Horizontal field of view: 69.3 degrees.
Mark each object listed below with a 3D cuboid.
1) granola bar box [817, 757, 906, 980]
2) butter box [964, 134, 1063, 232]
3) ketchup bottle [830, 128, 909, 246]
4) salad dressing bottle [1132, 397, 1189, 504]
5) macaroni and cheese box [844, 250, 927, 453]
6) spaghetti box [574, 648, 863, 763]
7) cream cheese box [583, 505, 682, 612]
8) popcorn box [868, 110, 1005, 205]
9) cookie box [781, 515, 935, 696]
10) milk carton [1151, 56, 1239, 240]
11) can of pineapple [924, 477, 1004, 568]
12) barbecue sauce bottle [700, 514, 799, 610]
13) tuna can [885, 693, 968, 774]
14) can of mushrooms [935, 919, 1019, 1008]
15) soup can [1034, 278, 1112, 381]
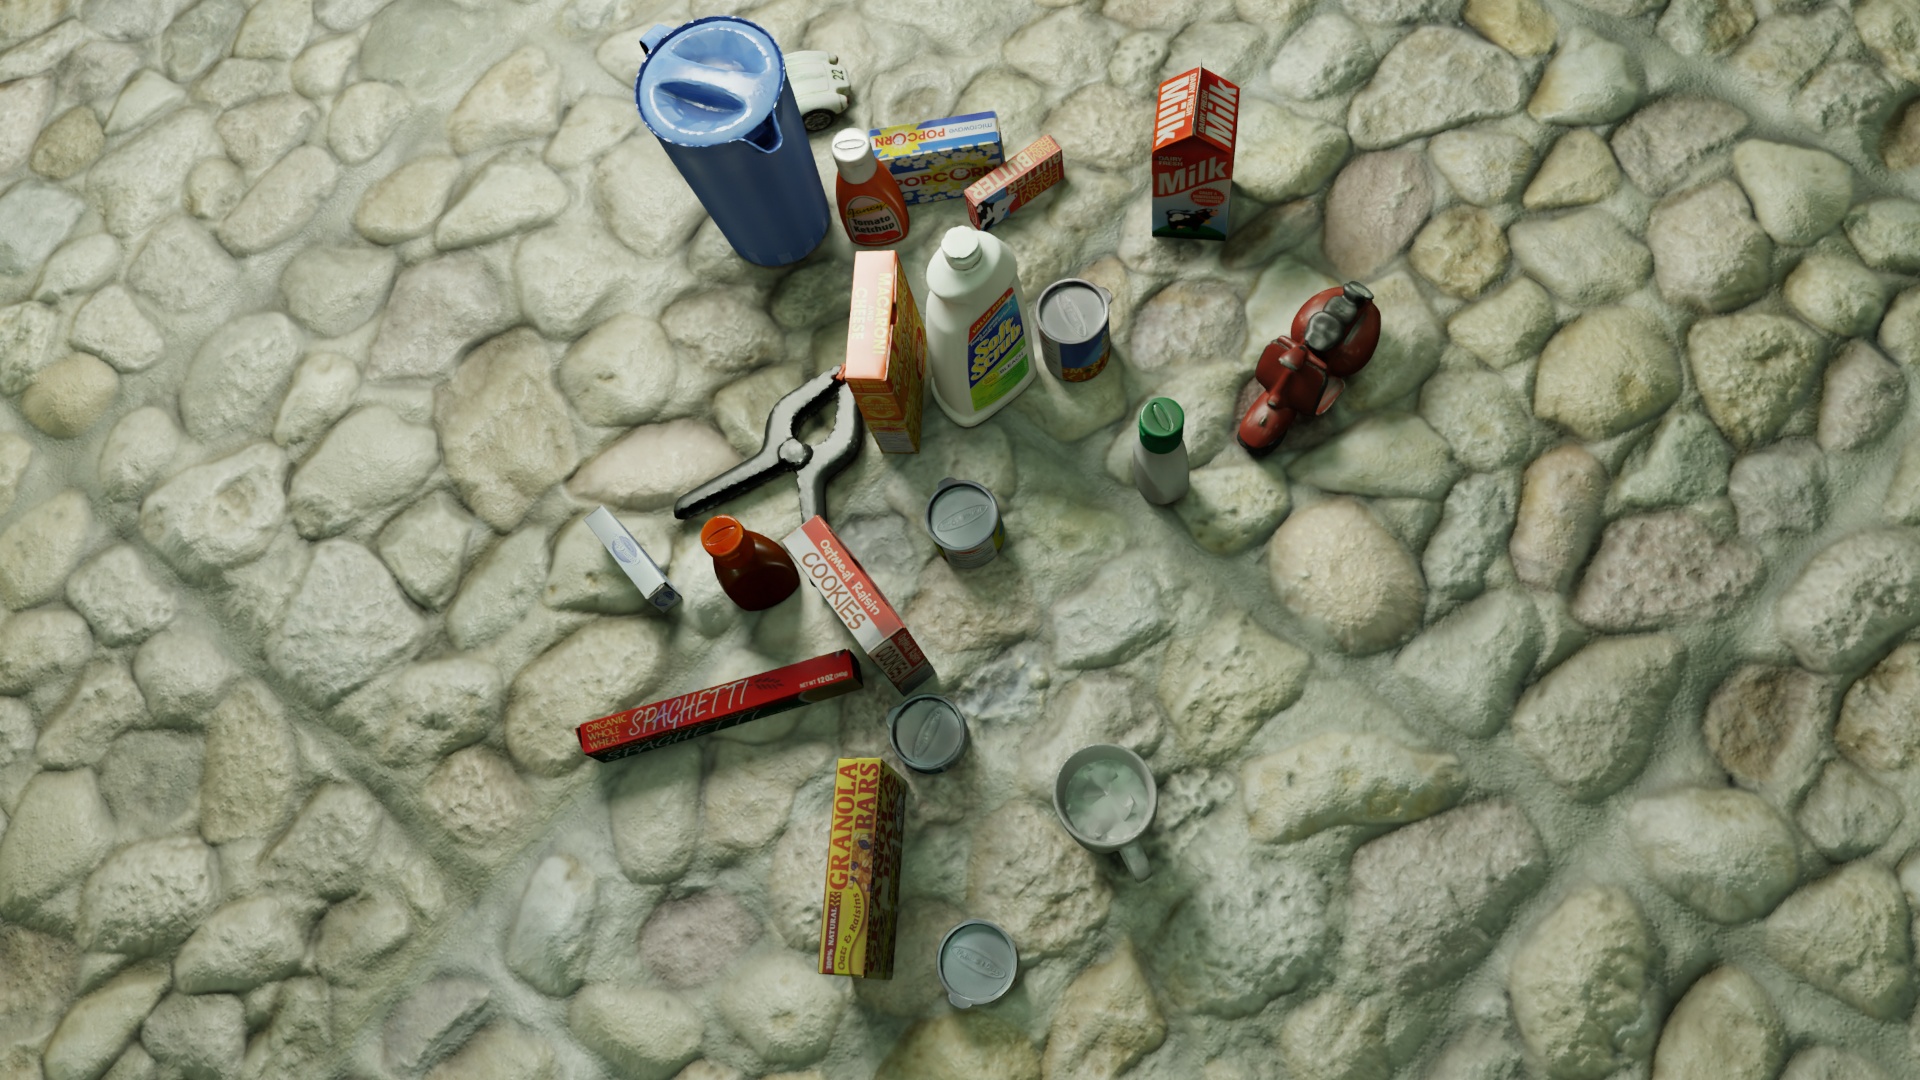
[{"bbox_3d":[-0.078,0.267,1.123,0.039,0.124,0.166,1,72,8],"label":"granola bar box"},{"bbox_3d":[0.053,-0.347,1.352,0.103,0.053,0.024,-35,71,-5],"label":"butter box"},{"bbox_3d":[-0.090,-0.334,1.316,0.065,0.148,0.043,-5,71,6],"label":"ketchup bottle"},{"bbox_3d":[0.173,-0.077,1.195,0.044,0.147,0.064,-24,70,-1],"label":"salad dressing bottle"},{"bbox_3d":[-0.063,-0.165,1.246,0.040,0.166,0.124,1,72,8],"label":"macaroni and cheese box"},{"bbox_3d":[-0.210,0.146,1.221,0.250,0.050,0.029,-16,70,2],"label":"spaghetti box"},{"bbox_3d":[-0.300,0.017,1.275,0.024,0.053,0.104,-41,71,-6],"label":"cream cheese box"},{"bbox_3d":[-0.021,-0.370,1.353,0.127,0.085,0.038,-7,71,5],"label":"popcorn box"},{"bbox_3d":[-0.082,0.058,1.172,0.040,0.167,0.123,-38,71,-5],"label":"cookie box"},{"bbox_3d":[0.212,-0.351,1.260,0.073,0.190,0.072,5,73,9],"label":"milk carton"},{"bbox_3d":[0.004,-0.016,1.244,0.071,0.057,0.071,-2,71,7],"label":"can of pineapple"},{"bbox_3d":[-0.187,0.019,1.209,0.065,0.148,0.044,-27,71,-2],"label":"barbecue sauce bottle"},{"bbox_3d":[-0.029,0.167,1.199,0.071,0.032,0.071,-2,71,7],"label":"tuna can"},{"bbox_3d":[0.014,0.346,1.133,0.071,0.033,0.071,-2,71,7],"label":"can of mushrooms"},{"bbox_3d":[0.107,-0.193,1.276,0.071,0.083,0.071,-2,71,7],"label":"soup can"}]
